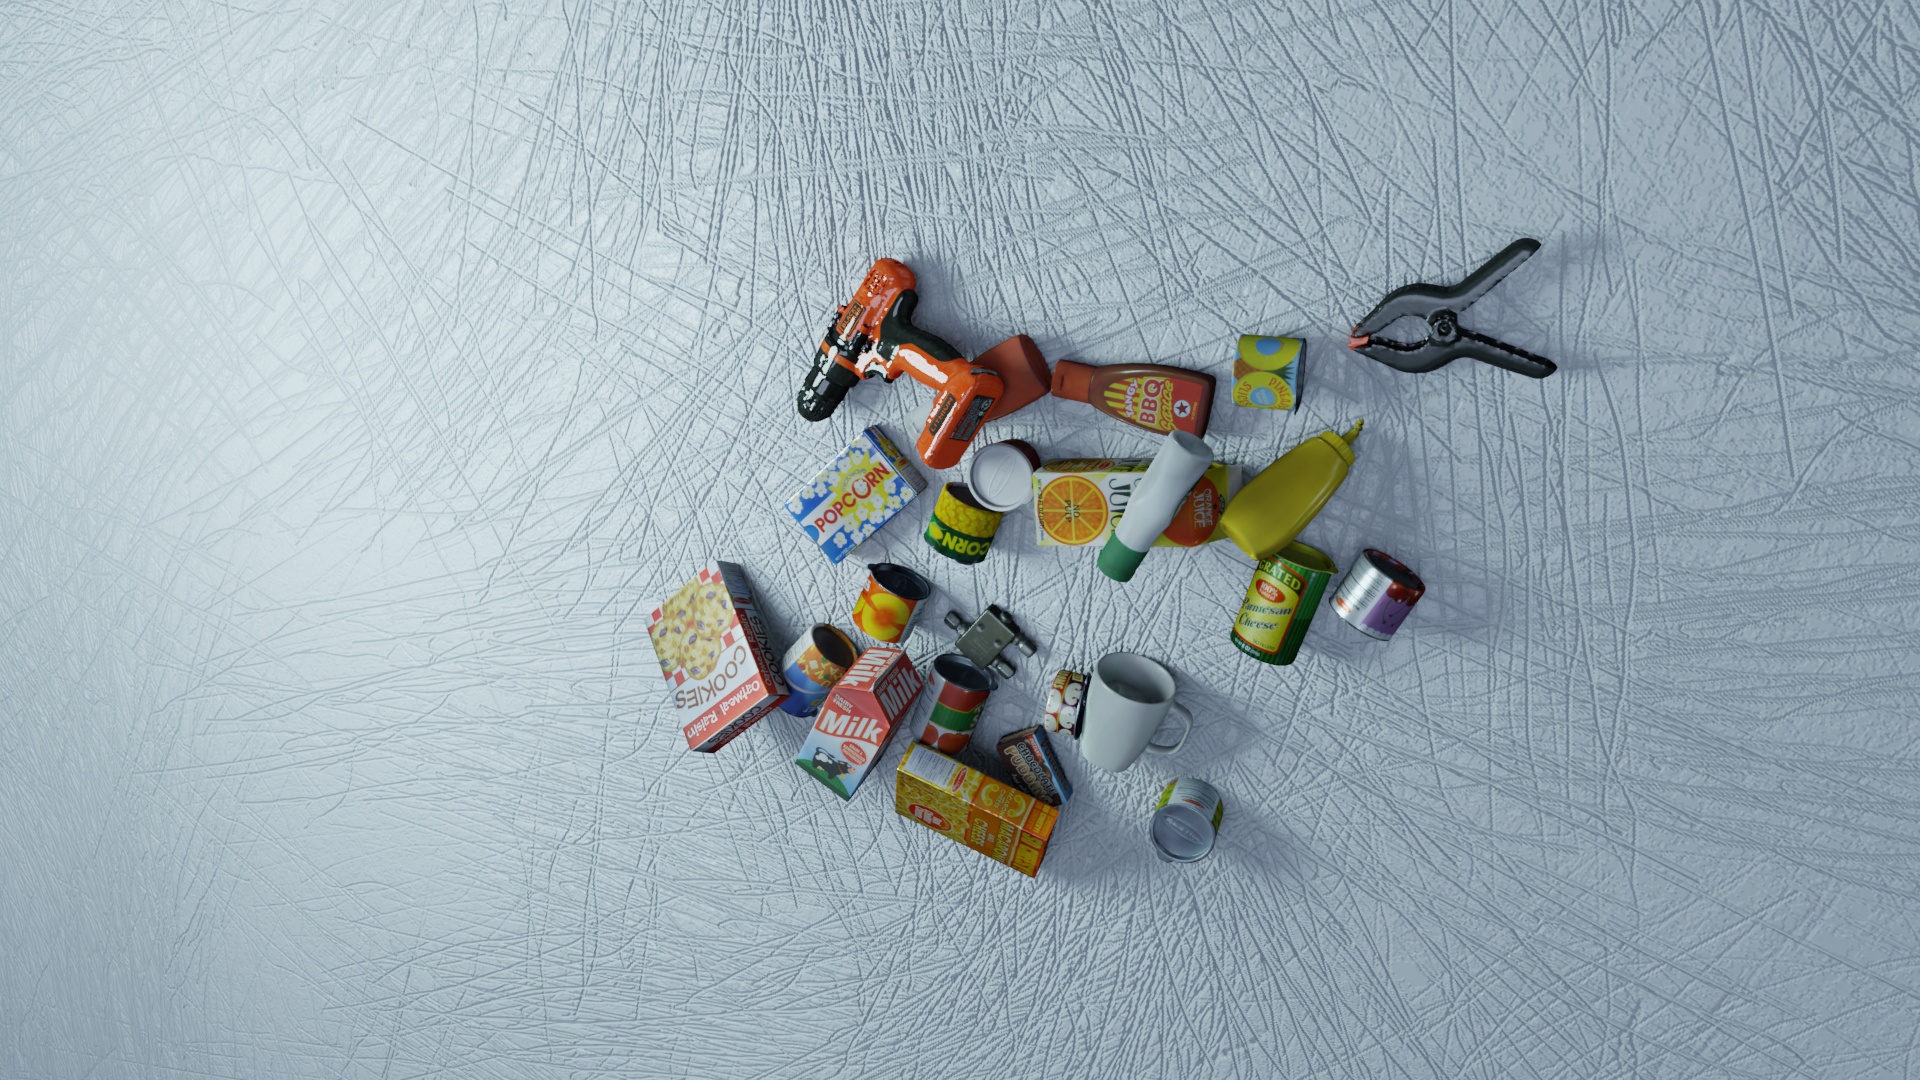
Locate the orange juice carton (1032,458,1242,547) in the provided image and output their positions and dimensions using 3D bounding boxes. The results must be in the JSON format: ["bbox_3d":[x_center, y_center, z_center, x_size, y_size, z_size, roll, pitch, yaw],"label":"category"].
[{"bbox_3d":[0.170,-0.037,1.310,0.193,0.073,0.071,1,105,18],"label":"orange juice carton"}]

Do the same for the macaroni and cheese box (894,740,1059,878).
[{"bbox_3d":[0.015,0.280,1.444,0.166,0.040,0.123,23,150,10],"label":"macaroni and cheese box"}]

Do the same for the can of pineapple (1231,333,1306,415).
[{"bbox_3d":[0.276,-0.149,1.242,0.058,0.071,0.070,7,108,18],"label":"can of pineapple"}]

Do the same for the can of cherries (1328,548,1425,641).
[{"bbox_3d":[0.382,0.049,1.270,0.071,0.072,0.058,32,113,7],"label":"can of cherries"}]

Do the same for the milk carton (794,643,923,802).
[{"bbox_3d":[-0.100,0.181,1.438,0.073,0.073,0.189,35,133,6],"label":"milk carton"}]

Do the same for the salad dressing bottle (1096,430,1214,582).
[{"bbox_3d":[0.171,-0.028,1.241,0.044,0.064,0.147,28,120,-2],"label":"salad dressing bottle"}]

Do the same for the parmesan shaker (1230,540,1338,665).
[{"bbox_3d":[0.301,0.059,1.296,0.071,0.071,0.102,22,112,12],"label":"parmesan shaker"}]

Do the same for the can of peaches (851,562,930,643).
[{"bbox_3d":[-0.074,0.063,1.428,0.071,0.071,0.057,29,114,9],"label":"can of peaches"}]

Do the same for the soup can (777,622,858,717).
[{"bbox_3d":[-0.156,0.139,1.480,0.071,0.071,0.083,45,114,1],"label":"soup can"}]

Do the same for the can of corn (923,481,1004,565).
[{"bbox_3d":[0.005,-0.017,1.374,0.071,0.071,0.058,26,112,10],"label":"can of corn"}]

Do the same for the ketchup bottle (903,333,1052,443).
[{"bbox_3d":[0.014,-0.140,1.348,0.148,0.044,0.064,-27,91,24],"label":"ketchup bottle"}]

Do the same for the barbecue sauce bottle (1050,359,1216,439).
[{"bbox_3d":[0.160,-0.138,1.299,0.148,0.044,0.064,14,111,15],"label":"barbecue sauce bottle"}]

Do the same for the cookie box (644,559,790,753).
[{"bbox_3d":[-0.262,0.125,1.488,0.122,0.040,0.168,-37,64,24],"label":"cookie box"}]

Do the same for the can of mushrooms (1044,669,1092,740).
[{"bbox_3d":[0.110,0.162,1.395,0.033,0.071,0.070,13,110,16],"label":"can of mushrooms"}]

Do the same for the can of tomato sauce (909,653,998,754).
[{"bbox_3d":[-0.008,0.170,1.438,0.071,0.071,0.082,26,114,10],"label":"can of tomato sauce"}]

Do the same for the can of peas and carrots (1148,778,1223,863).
[{"bbox_3d":[0.226,0.283,1.396,0.071,0.059,0.070,6,109,18],"label":"can of peas and carrots"}]

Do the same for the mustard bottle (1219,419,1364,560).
[{"bbox_3d":[0.308,-0.052,1.254,0.160,0.048,0.065,-41,75,-4],"label":"mustard bottle"}]

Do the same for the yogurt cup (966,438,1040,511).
[{"bbox_3d":[0.046,-0.067,1.354,0.072,0.054,0.072,5,108,17],"label":"yogurt cup"}]

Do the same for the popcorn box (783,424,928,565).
[{"bbox_3d":[-0.107,-0.047,1.421,0.126,0.038,0.085,-40,92,24],"label":"popcorn box"}]

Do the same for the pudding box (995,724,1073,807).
[{"bbox_3d":[0.078,0.239,1.449,0.049,0.030,0.083,-22,98,22],"label":"pudding box"}]
